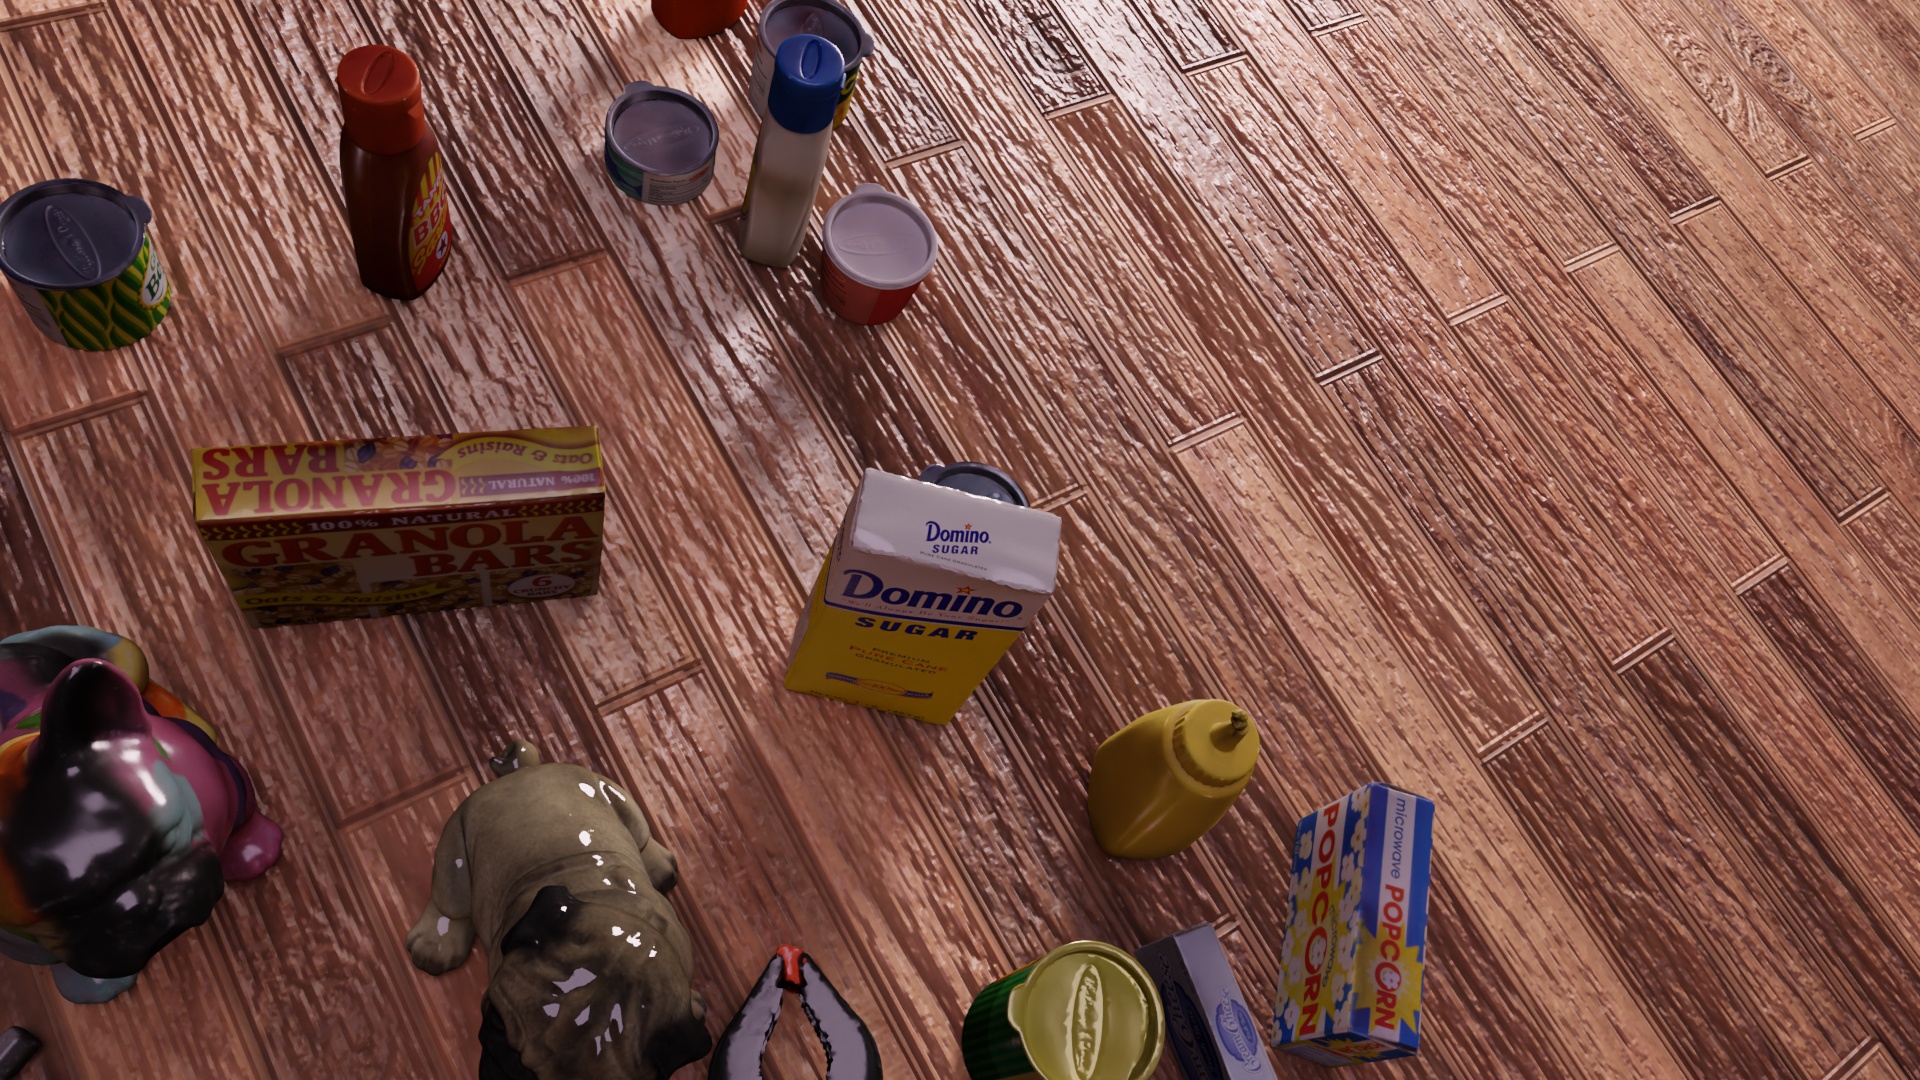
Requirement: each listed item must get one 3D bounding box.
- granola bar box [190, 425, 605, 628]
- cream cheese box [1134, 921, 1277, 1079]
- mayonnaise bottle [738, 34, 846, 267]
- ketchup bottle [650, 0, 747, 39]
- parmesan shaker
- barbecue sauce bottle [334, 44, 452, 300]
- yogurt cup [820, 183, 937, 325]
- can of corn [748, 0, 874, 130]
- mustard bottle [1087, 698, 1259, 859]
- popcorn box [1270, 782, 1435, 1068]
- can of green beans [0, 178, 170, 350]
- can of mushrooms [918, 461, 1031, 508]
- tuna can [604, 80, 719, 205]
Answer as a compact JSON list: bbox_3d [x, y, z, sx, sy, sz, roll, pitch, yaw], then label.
[{"bbox_3d":[-0.252,-0.004,0.647,0.166,0.123,0.039,-5,68,-18],"label":"granola bar box"},{"bbox_3d":[0.123,0.243,0.679,0.024,0.053,0.104,-14,70,-21],"label":"cream cheese box"},{"bbox_3d":[-0.096,-0.219,0.781,0.041,0.147,0.065,13,63,-10],"label":"mayonnaise bottle"},{"bbox_3d":[-0.151,-0.372,0.837,0.065,0.148,0.043,-35,79,-27],"label":"ketchup bottle"},{"bbox_3d":[0.041,0.224,0.636,0.071,0.102,0.071,6,64,-13],"label":"parmesan shaker"},{"bbox_3d":[-0.290,-0.188,0.709,0.044,0.148,0.065,17,62,-8],"label":"barbecue sauce bottle"},{"bbox_3d":[-0.052,-0.164,0.821,0.072,0.053,0.072,6,64,-13],"label":"yogurt cup"},{"bbox_3d":[-0.094,-0.296,0.869,0.071,0.058,0.071,6,64,-13],"label":"can of corn"},{"bbox_3d":[0.108,0.112,0.676,0.049,0.159,0.065,2,65,-15],"label":"mustard bottle"},{"bbox_3d":[0.200,0.195,0.706,0.038,0.085,0.127,19,62,-7],"label":"popcorn box"},{"bbox_3d":[-0.438,-0.137,0.694,0.071,0.057,0.071,6,64,-13],"label":"can of green beans"},{"bbox_3d":[0.003,-0.010,0.775,0.071,0.033,0.071,6,64,-13],"label":"can of mushrooms"},{"bbox_3d":[-0.180,-0.237,0.831,0.071,0.032,0.071,6,64,-13],"label":"tuna can"}]
